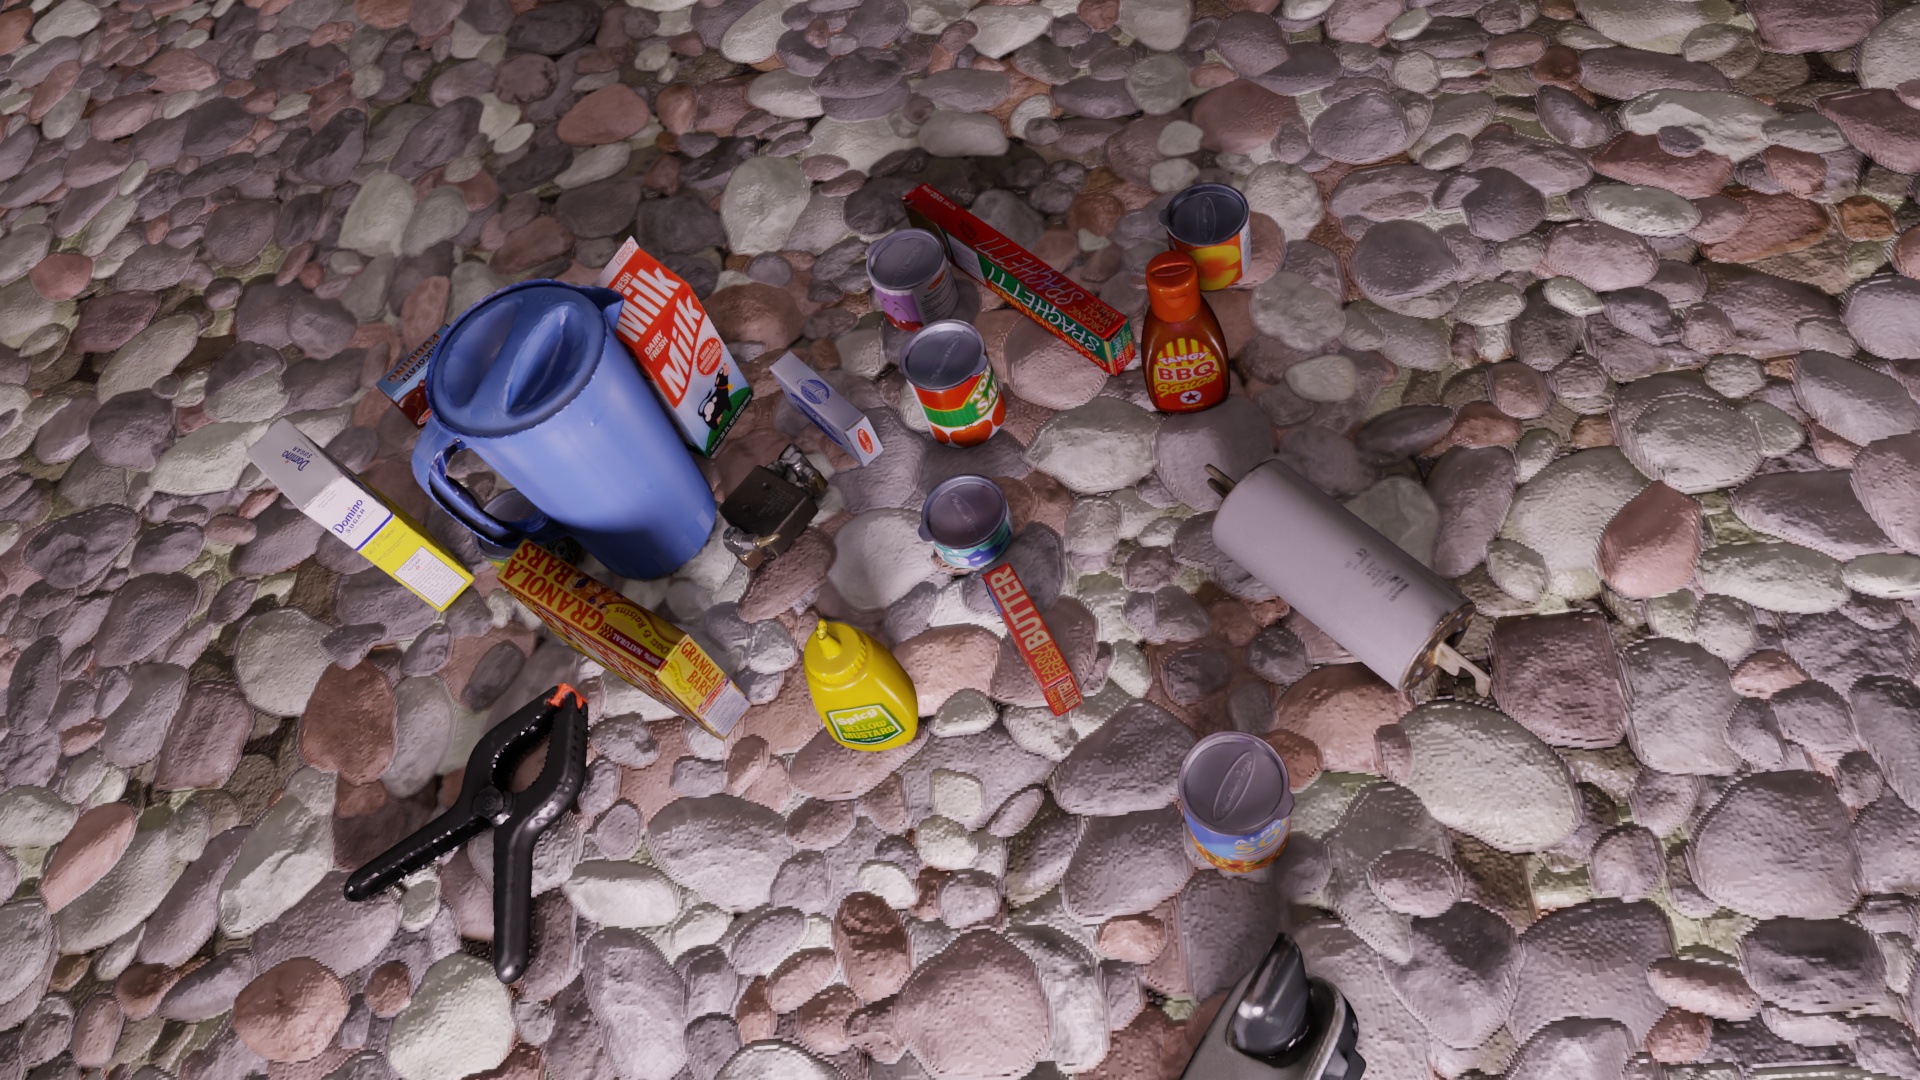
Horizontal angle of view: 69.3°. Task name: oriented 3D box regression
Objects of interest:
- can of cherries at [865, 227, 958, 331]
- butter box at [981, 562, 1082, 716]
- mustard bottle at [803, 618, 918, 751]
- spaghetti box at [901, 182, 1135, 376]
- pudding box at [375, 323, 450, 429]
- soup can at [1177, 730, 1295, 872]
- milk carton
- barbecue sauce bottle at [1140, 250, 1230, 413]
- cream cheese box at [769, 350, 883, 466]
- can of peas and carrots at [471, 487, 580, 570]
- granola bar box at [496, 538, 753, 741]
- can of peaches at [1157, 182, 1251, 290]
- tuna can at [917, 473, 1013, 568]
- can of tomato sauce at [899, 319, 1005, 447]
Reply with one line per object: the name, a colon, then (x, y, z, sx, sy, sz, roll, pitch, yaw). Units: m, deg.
can of cherries: (-0.041, -0.219, 1.165, 0.071, 0.058, 0.072, -7, 59, 11)
butter box: (0.050, 0.069, 0.976, 0.024, 0.053, 0.104, -28, 57, -2)
mustard bottle: (-0.073, 0.093, 0.931, 0.065, 0.159, 0.049, -11, 59, 9)
spaghetti box: (0.046, -0.218, 1.147, 0.029, 0.050, 0.251, -43, 59, -11)
pudding box: (-0.472, -0.147, 1.241, 0.030, 0.049, 0.084, 35, 74, 29)
soup can: (0.175, 0.166, 0.868, 0.071, 0.083, 0.071, -7, 59, 11)
milk carton: (-0.241, -0.153, 1.101, 0.073, 0.189, 0.072, 21, 68, 25)
barbecue sauce bottle: (0.162, -0.152, 1.019, 0.065, 0.148, 0.044, -8, 59, 11)
cream cheese box: (-0.108, -0.106, 1.120, 0.024, 0.053, 0.104, -42, 59, -11)
can of peas and carrots: (-0.346, 0.000, 1.117, 0.071, 0.058, 0.071, -7, 59, 11)
granola bar box: (-0.243, 0.074, 1.008, 0.166, 0.123, 0.039, 26, 70, 26)
can of peaches: (0.197, -0.244, 1.117, 0.071, 0.058, 0.071, -7, 59, 11)
tuna can: (0.004, -0.013, 1.048, 0.071, 0.032, 0.071, -6, 59, 11)
can of tomato sauce: (-0.003, -0.121, 1.083, 0.071, 0.082, 0.071, -7, 59, 11)
